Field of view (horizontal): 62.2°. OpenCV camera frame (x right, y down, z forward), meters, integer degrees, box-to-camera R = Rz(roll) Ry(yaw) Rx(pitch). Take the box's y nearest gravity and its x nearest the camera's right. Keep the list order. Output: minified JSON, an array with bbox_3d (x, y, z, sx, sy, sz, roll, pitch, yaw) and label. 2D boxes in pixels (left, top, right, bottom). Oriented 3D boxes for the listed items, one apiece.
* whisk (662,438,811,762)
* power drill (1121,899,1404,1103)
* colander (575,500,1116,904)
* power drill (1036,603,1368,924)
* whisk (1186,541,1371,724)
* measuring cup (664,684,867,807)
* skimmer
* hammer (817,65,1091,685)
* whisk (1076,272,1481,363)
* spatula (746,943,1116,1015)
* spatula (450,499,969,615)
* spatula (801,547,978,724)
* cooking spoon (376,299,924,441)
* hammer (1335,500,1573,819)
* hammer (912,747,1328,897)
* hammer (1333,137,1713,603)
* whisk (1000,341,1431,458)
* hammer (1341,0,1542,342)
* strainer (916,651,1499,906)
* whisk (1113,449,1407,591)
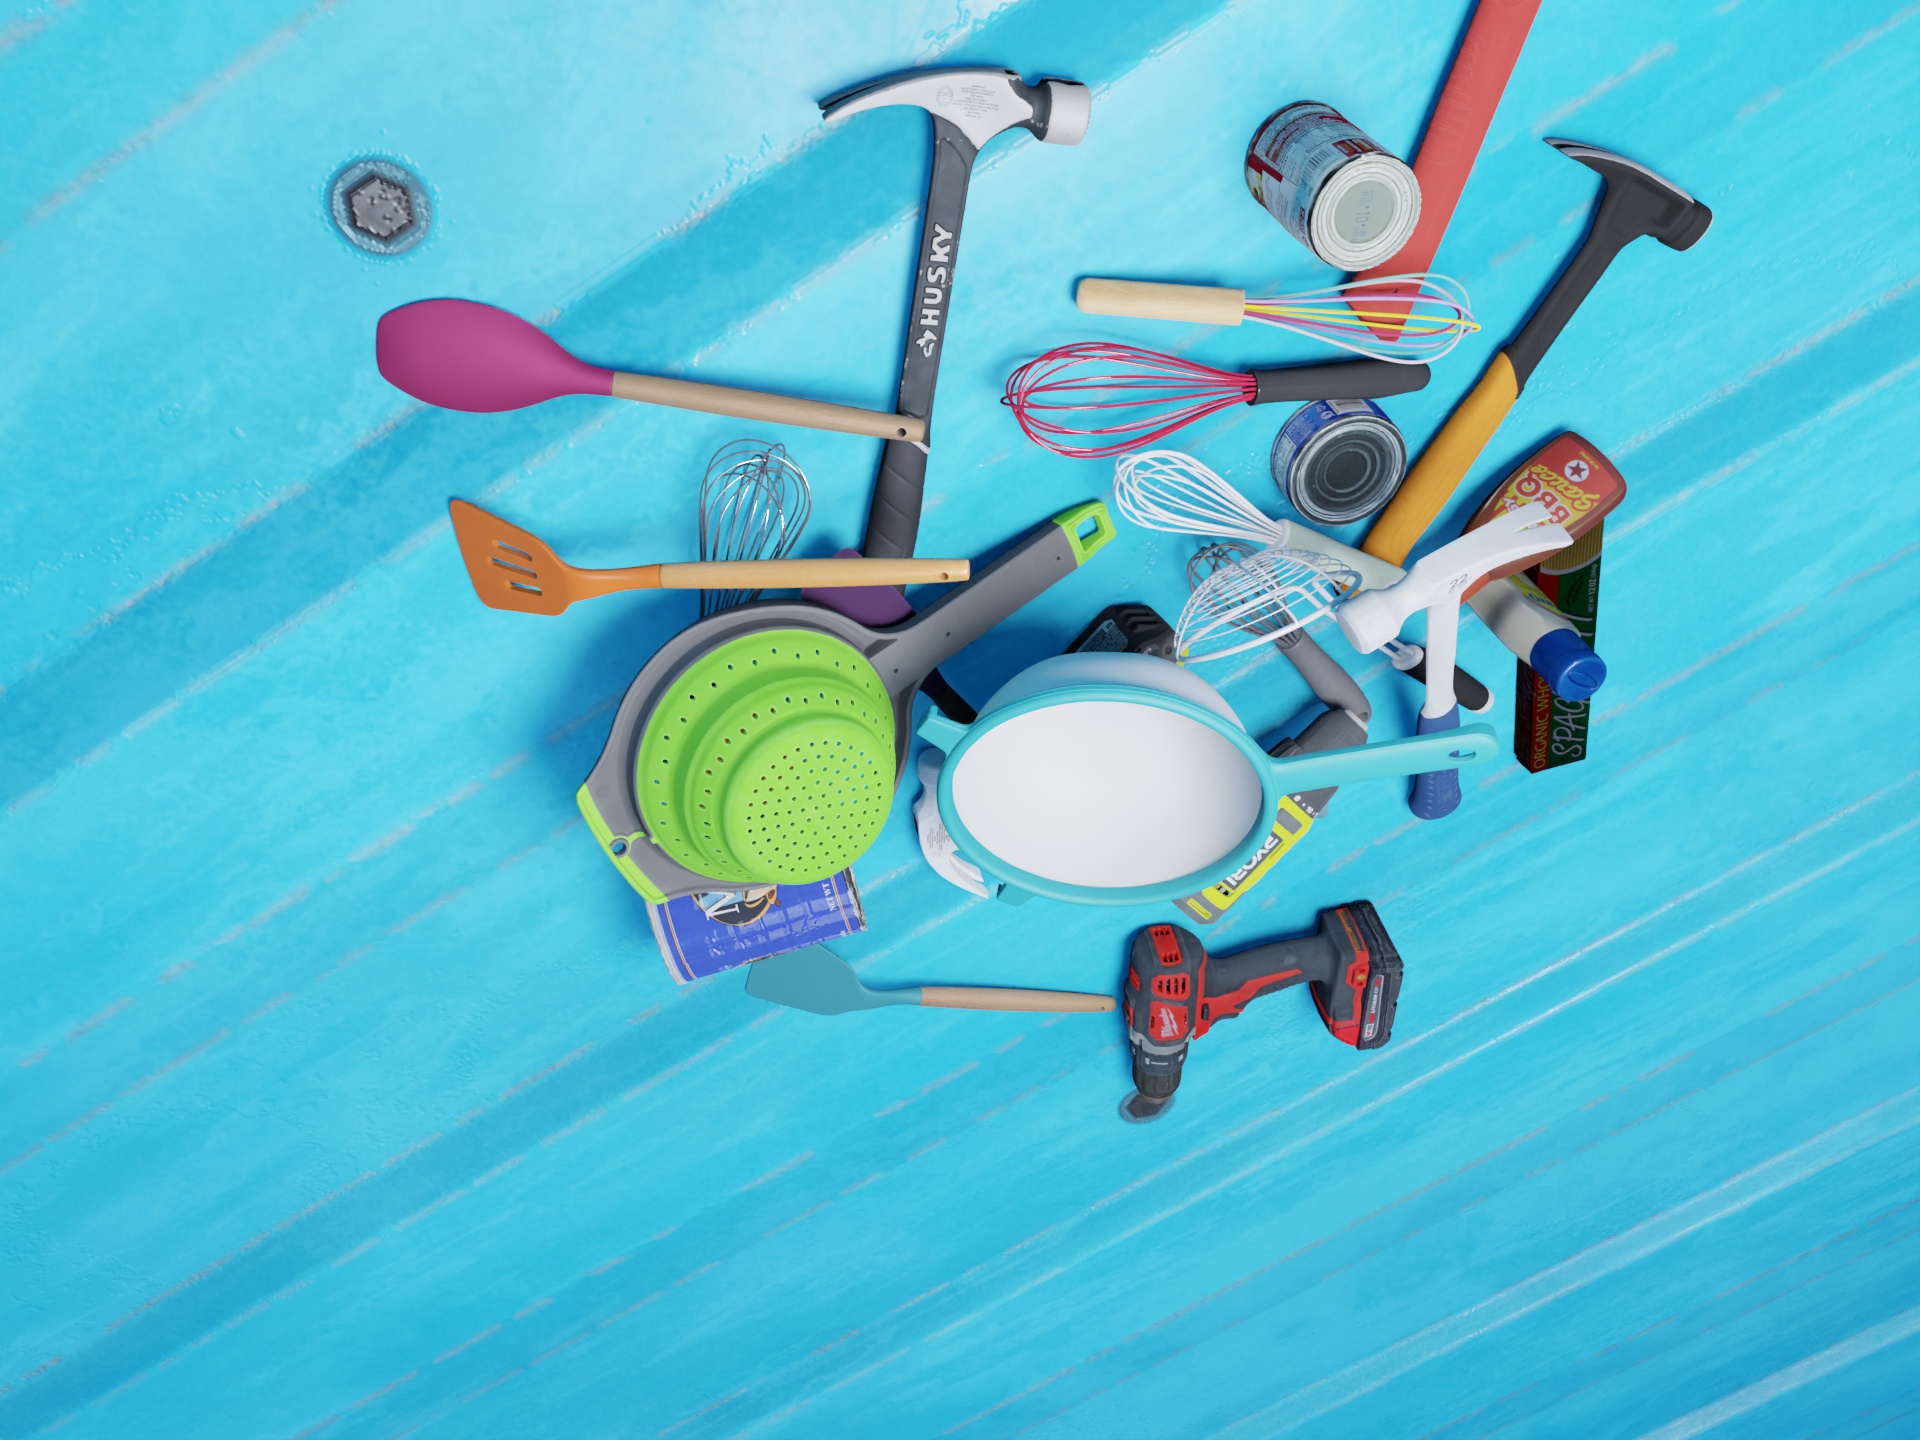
[{"bbox_3d":[-0.158,-0.059,1.039,0.070,0.070,0.284,8,128,-20],"label":"whisk"},{"bbox_3d":[0.249,0.246,1.359,0.226,0.080,0.187,-7,127,-6],"label":"power drill"},{"bbox_3d":[-0.043,-0.012,1.002,0.397,0.095,0.204,-35,126,-12],"label":"colander"},{"bbox_3d":[0.170,0.021,1.144,0.228,0.080,0.190,39,100,-26],"label":"power drill"},{"bbox_3d":[0.236,-0.057,1.147,0.055,0.055,0.238,-39,130,15],"label":"whisk"},{"bbox_3d":[-0.110,0.015,1.067,0.173,0.052,0.095,-16,142,-6],"label":"measuring cup"},{"bbox_3d":[0.282,-0.035,1.100,0.127,0.090,0.363,-18,153,39],"label":"skimmer"},{"bbox_3d":[-0.033,-0.193,0.982,0.149,0.036,0.408,2,126,-14],"label":"hammer"},{"bbox_3d":[0.193,-0.250,0.963,0.245,0.047,0.051,5,126,1],"label":"whisk"},{"bbox_3d":[-0.013,0.218,1.304,0.317,0.044,0.082,8,123,-25],"label":"spatula"},{"bbox_3d":[-0.154,-0.094,0.962,0.322,0.041,0.081,0,129,7],"label":"spatula"},{"bbox_3d":[-0.002,-0.004,1.101,0.060,0.018,0.315,-42,126,4],"label":"spatula"},{"bbox_3d":[-0.178,-0.194,0.934,0.319,0.017,0.068,7,124,-9],"label":"cooking spoon"},{"bbox_3d":[0.337,-0.017,1.102,0.144,0.035,0.405,-31,153,1],"label":"hammer"},{"bbox_3d":[0.127,0.069,1.220,0.331,0.033,0.128,-4,126,-12],"label":"hammer"},{"bbox_3d":[0.348,-0.215,1.063,0.127,0.034,0.336,16,121,-25],"label":"hammer"},{"bbox_3d":[0.166,-0.209,1.007,0.295,0.073,0.073,-7,128,-15],"label":"whisk"},{"bbox_3d":[0.317,-0.392,0.922,0.149,0.037,0.358,5,124,-18],"label":"hammer"},{"bbox_3d":[0.154,0.012,0.996,0.340,0.095,0.210,-9,136,15],"label":"strainer"},{"bbox_3d":[0.204,-0.125,1.056,0.246,0.059,0.057,18,129,-26],"label":"whisk"}]
